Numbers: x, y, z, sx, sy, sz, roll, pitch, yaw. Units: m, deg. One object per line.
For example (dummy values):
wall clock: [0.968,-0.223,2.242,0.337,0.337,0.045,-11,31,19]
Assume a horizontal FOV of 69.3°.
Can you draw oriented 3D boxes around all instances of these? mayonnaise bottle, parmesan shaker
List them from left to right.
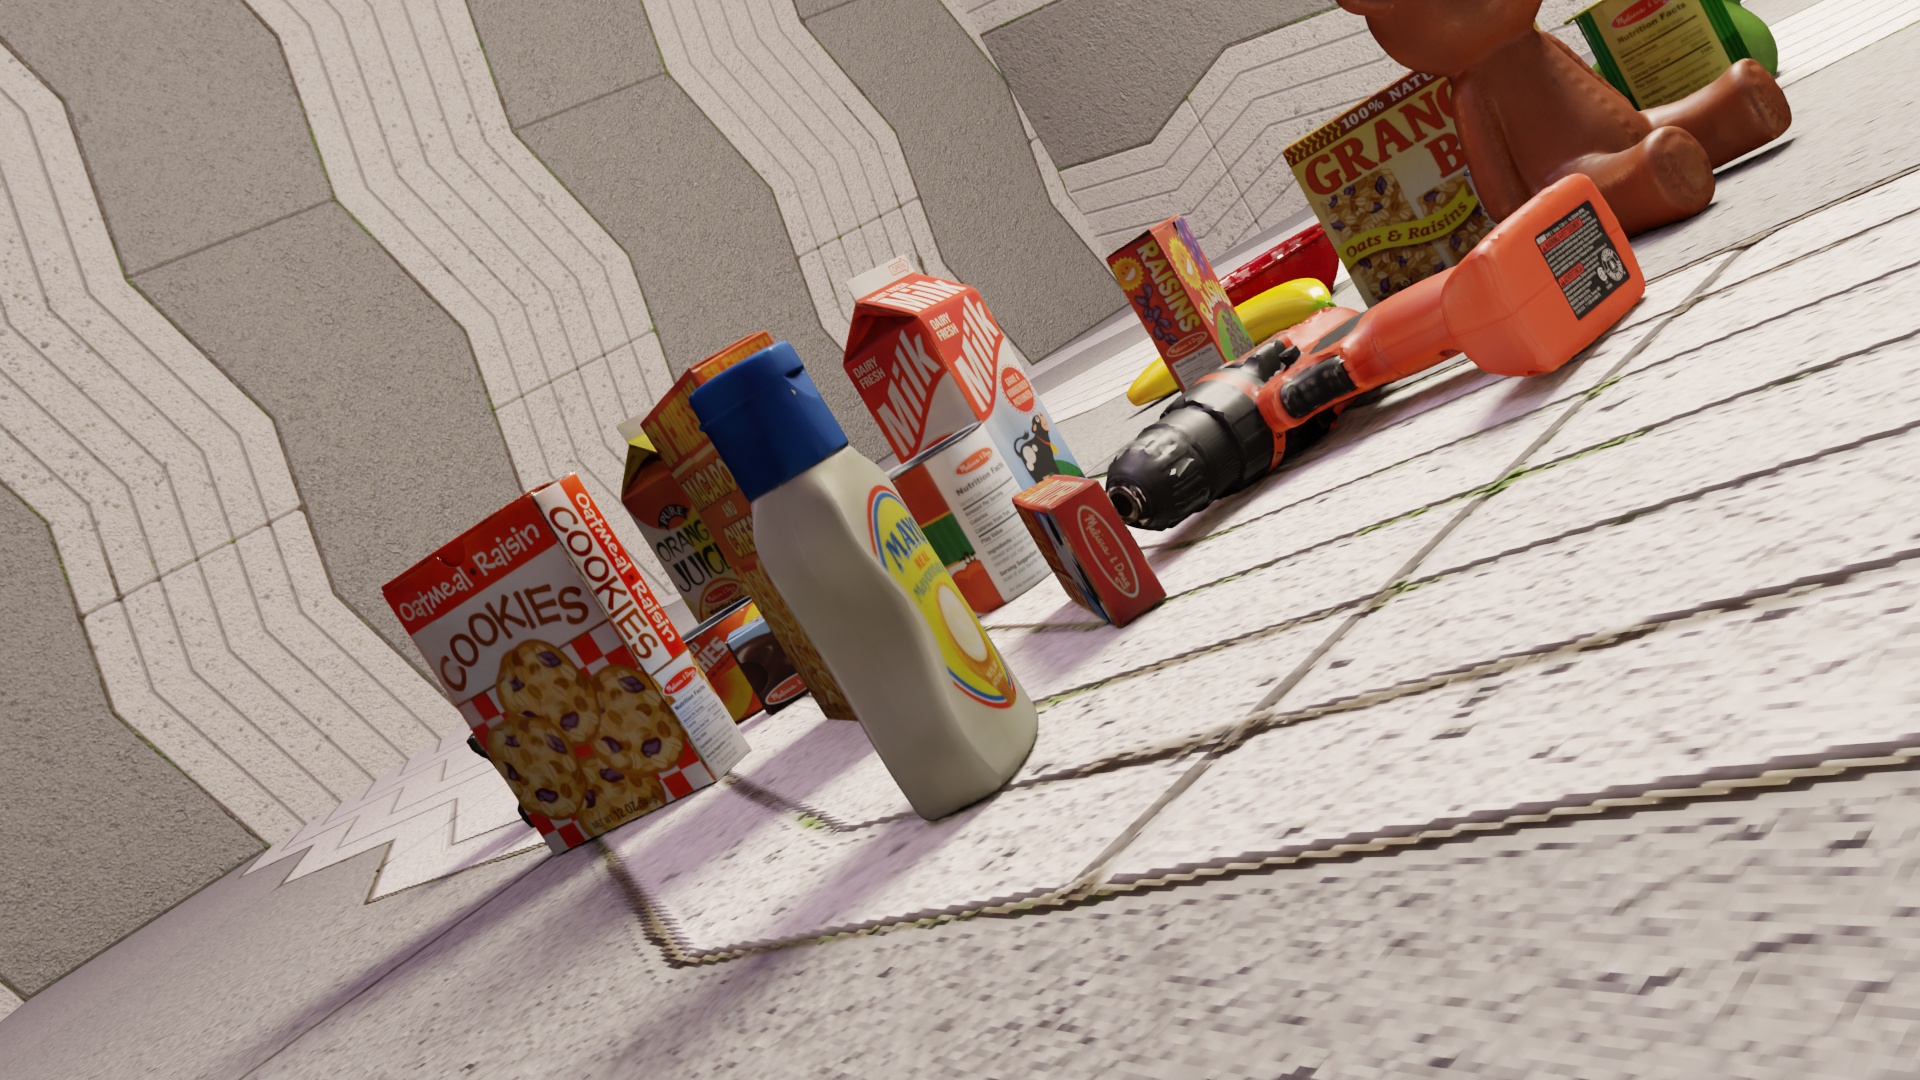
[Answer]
mayonnaise bottle: [-0.030,0.010,0.430,0.041,0.148,0.065,-29,7,21]
parmesan shaker: [0.389,-0.259,0.761,0.071,0.103,0.071,-31,6,4]

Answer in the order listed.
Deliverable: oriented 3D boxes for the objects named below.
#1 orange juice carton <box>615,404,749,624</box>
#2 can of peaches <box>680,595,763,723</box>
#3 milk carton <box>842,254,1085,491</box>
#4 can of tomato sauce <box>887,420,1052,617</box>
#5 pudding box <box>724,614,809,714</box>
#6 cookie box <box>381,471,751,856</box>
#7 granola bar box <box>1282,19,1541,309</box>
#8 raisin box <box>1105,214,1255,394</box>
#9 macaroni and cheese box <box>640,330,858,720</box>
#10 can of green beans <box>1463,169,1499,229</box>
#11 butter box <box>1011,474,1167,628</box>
orange juice carton: [-0.157,-0.007,0.931,0.073,0.192,0.072,-26,8,37]
can of peaches: [-0.133,0.072,0.826,0.071,0.058,0.071,-31,6,4]
milk carton: [-0.005,-0.090,0.879,0.073,0.190,0.073,-26,8,38]
can of tomato sauce: [0.003,-0.009,0.712,0.071,0.083,0.071,-31,6,4]
pudding box: [-0.084,0.054,0.778,0.084,0.049,0.030,-32,6,-4]
cookie box: [-0.202,0.065,0.706,0.122,0.167,0.040,-28,7,28]
granola bar box: [0.310,-0.241,0.886,0.165,0.124,0.039,-28,7,27]
raisin box: [0.150,-0.148,0.910,0.040,0.123,0.086,-28,7,28]
macaroni and cheese box: [-0.070,0.000,0.609,0.040,0.166,0.123,-34,7,-22]
can of green beans: [0.328,-0.199,0.781,0.071,0.057,0.071,-31,6,4]
butter box: [0.049,0.001,0.558,0.024,0.053,0.103,-31,6,-3]
